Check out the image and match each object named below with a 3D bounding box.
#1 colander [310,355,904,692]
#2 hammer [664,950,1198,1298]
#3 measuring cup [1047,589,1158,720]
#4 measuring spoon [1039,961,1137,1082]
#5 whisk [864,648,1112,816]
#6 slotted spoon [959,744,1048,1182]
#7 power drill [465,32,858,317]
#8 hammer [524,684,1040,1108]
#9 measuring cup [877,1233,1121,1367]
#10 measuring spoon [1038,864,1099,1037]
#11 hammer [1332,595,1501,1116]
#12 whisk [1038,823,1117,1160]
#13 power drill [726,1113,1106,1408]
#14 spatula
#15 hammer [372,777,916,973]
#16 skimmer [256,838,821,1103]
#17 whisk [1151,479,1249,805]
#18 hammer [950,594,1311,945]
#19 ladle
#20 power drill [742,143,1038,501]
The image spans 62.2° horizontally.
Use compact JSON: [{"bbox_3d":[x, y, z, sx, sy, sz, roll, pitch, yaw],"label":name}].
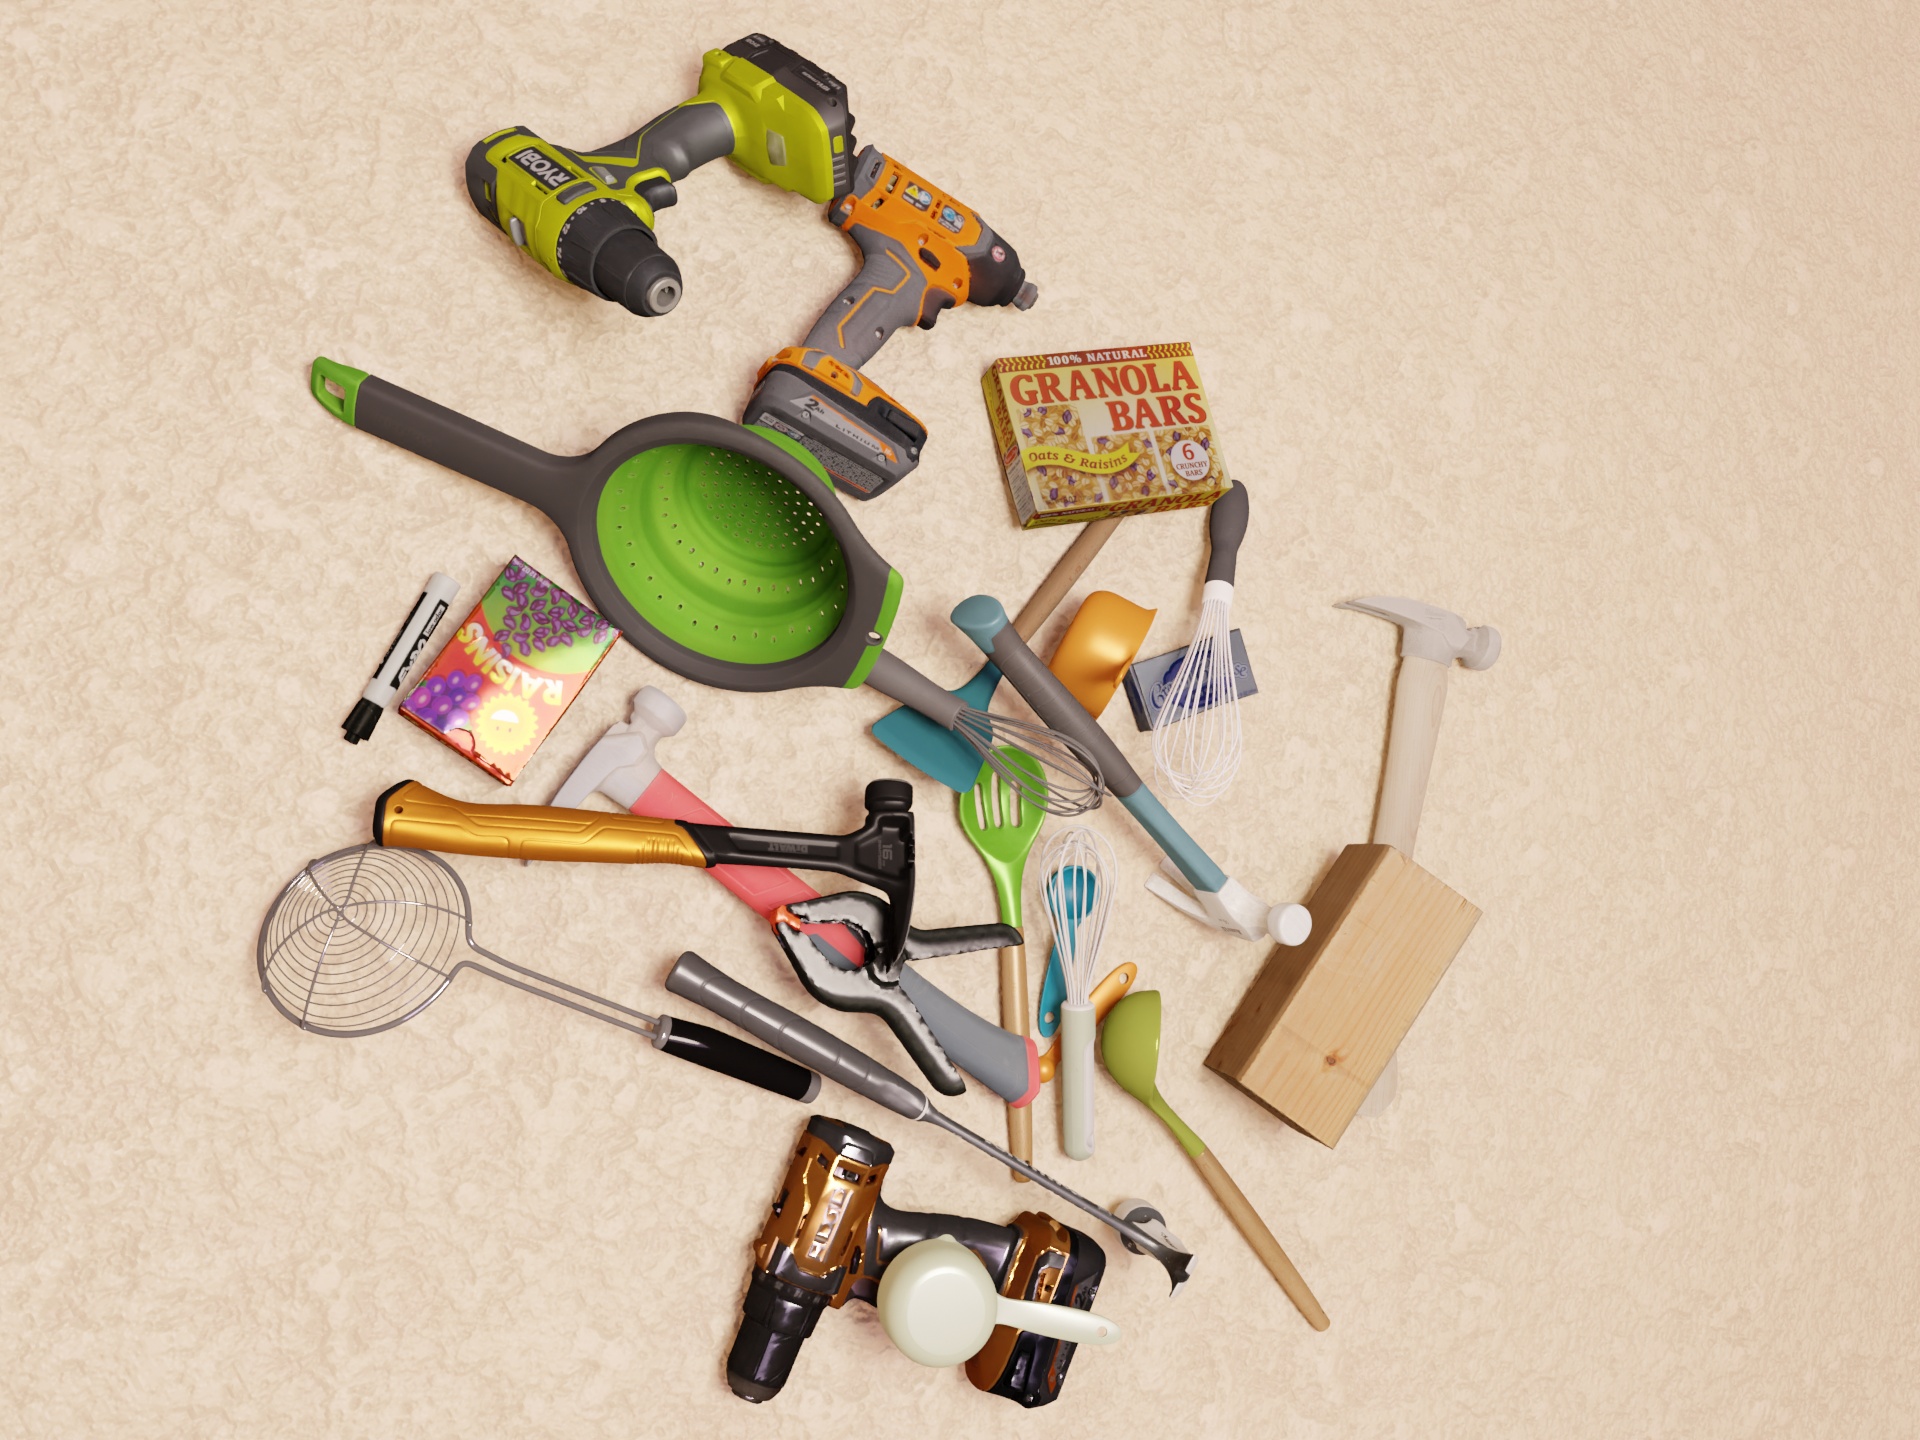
[{"bbox_3d":[-0.218,-0.158,1.035,0.397,0.204,0.095,24,42,-3],"label":"colander"},{"bbox_3d":[-0.016,0.266,1.057,0.408,0.149,0.036,32,83,-9],"label":"hammer"},{"bbox_3d":[0.094,-0.047,1.116,0.052,0.173,0.095,29,98,3],"label":"measuring cup"},{"bbox_3d":[0.094,0.222,1.173,0.117,0.011,0.021,-45,102,-19],"label":"measuring spoon"},{"bbox_3d":[-0.001,-0.004,1.090,0.239,0.055,0.055,31,72,15],"label":"whisk"},{"bbox_3d":[0.036,0.175,1.147,0.070,0.031,0.314,-2,88,-21],"label":"slotted spoon"},{"bbox_3d":[-0.180,-0.351,1.035,0.228,0.080,0.191,-35,58,-24],"label":"power drill"},{"bbox_3d":[-0.105,0.151,1.074,0.386,0.038,0.143,40,74,-11],"label":"hammer"},{"bbox_3d":[0.030,0.387,1.029,0.167,0.038,0.083,14,83,-9],"label":"measuring cup"},{"bbox_3d":[0.071,0.168,1.170,0.042,0.021,0.128,11,91,-24],"label":"measuring spoon"},{"bbox_3d":[0.337,0.105,1.270,0.146,0.038,0.411,15,80,-19],"label":"hammer"},{"bbox_3d":[0.085,0.196,1.138,0.058,0.059,0.246,-14,105,-64],"label":"whisk"},{"bbox_3d":[-0.035,0.390,1.073,0.226,0.084,0.185,26,79,-14],"label":"power drill"},{"bbox_3d":[0.057,-0.081,1.167,0.082,0.044,0.317,34,70,10],"label":"spatula"},{"bbox_3d":[-0.193,0.083,1.000,0.336,0.034,0.127,6,61,-14],"label":"hammer"},{"bbox_3d":[-0.258,0.184,1.022,0.363,0.090,0.127,29,55,-28],"label":"skimmer"},{"bbox_3d":[0.188,-0.066,1.189,0.070,0.070,0.285,23,61,-19],"label":"whisk"},{"bbox_3d":[0.111,0.038,1.120,0.330,0.128,0.033,48,70,-19],"label":"hammer"},{"bbox_3d":[0.201,0.334,1.186,0.062,0.078,0.320,-31,104,14],"label":"ladle"},{"bbox_3d":[-0.043,-0.274,1.126,0.164,0.084,0.226,27,72,-18],"label":"power drill"}]
